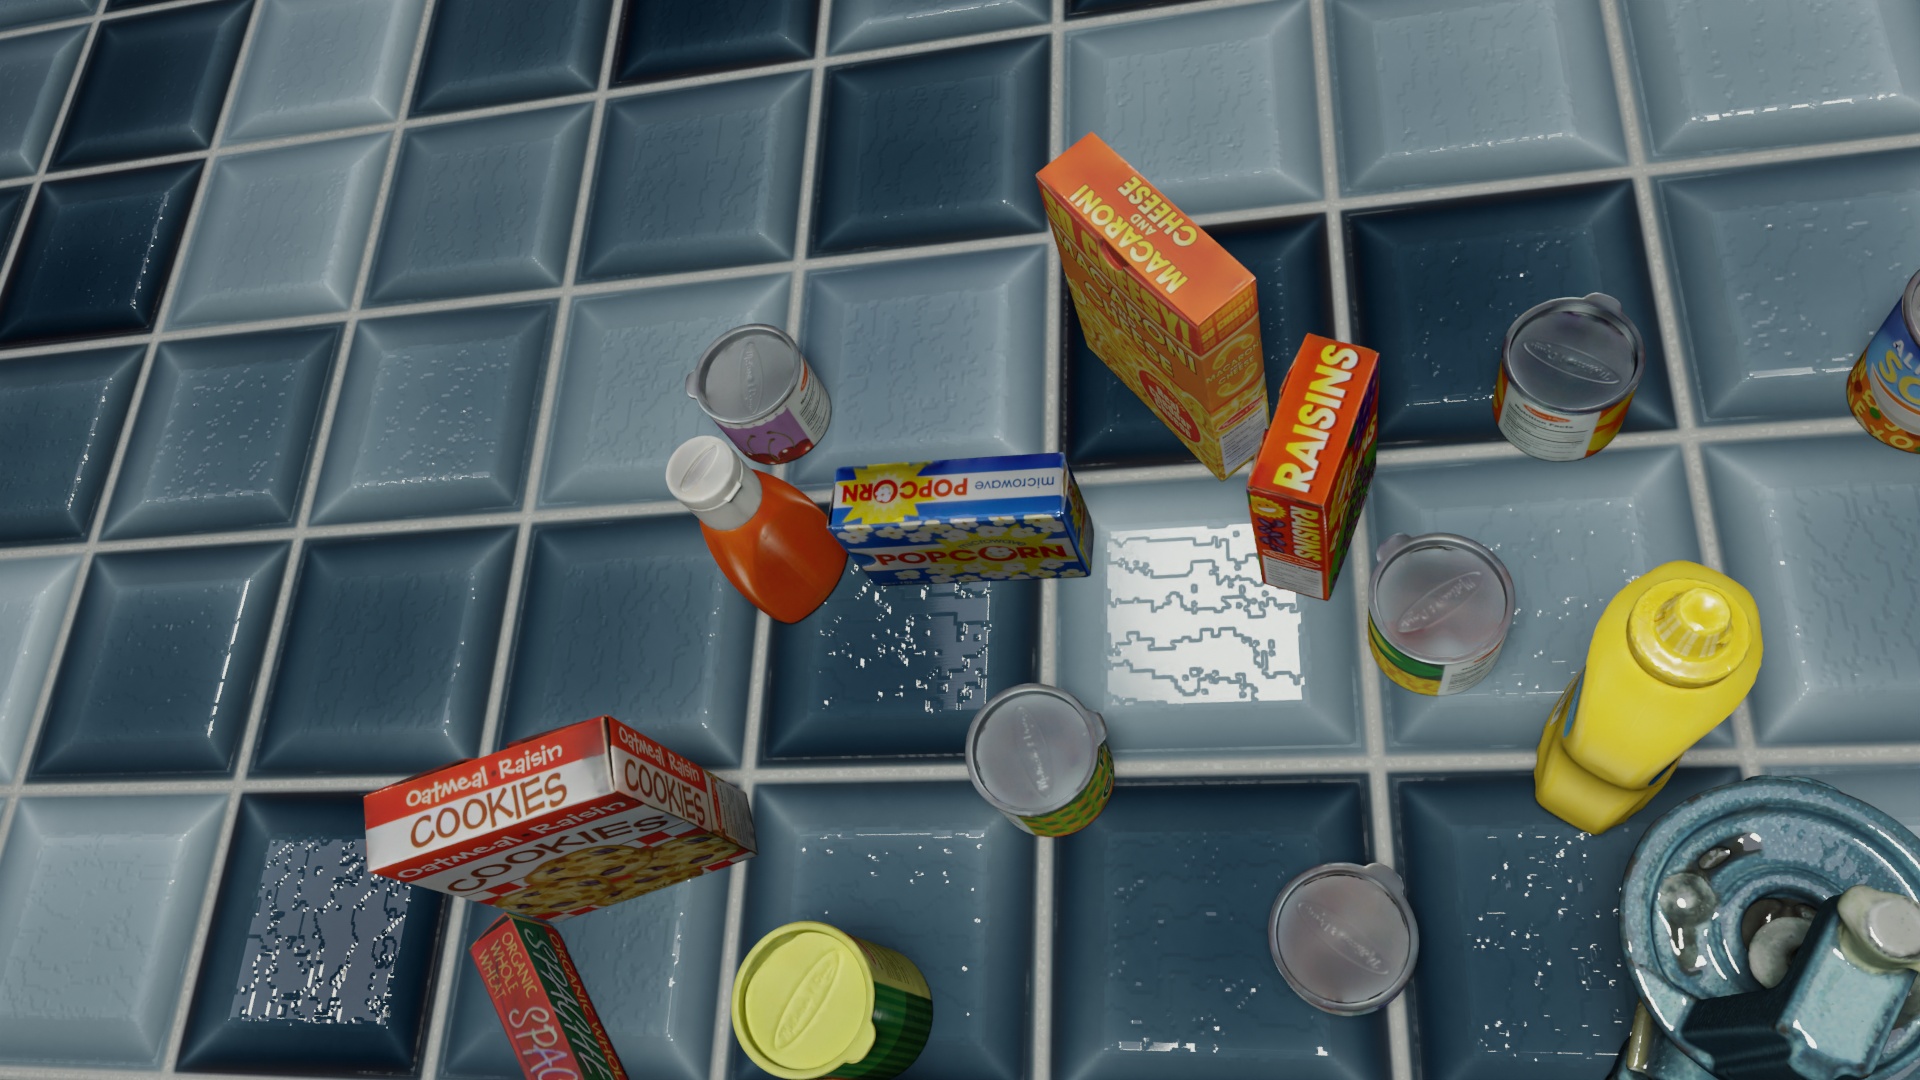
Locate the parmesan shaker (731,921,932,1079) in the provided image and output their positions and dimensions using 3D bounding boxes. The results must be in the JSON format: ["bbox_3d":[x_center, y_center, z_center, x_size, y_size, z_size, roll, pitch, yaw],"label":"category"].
[{"bbox_3d":[-0.055,0.221,0.652,0.071,0.102,0.071,-6,66,13],"label":"parmesan shaker"}]

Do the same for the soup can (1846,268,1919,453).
[{"bbox_3d":[0.467,-0.085,0.655,0.071,0.083,0.071,-6,66,13],"label":"soup can"}]

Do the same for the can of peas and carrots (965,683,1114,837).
[{"bbox_3d":[0.043,0.110,0.699,0.071,0.058,0.071,-6,66,13],"label":"can of peas and carrots"}]

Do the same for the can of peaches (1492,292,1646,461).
[{"bbox_3d":[0.311,-0.083,0.711,0.071,0.058,0.071,-6,66,13],"label":"can of peaches"}]

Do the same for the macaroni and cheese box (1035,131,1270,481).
[{"bbox_3d":[0.104,-0.115,0.721,0.040,0.166,0.124,-39,63,-3],"label":"macaroni and cheese box"}]

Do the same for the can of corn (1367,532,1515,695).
[{"bbox_3d":[0.232,0.035,0.680,0.071,0.058,0.071,-6,66,13],"label":"can of corn"}]

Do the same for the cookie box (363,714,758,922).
[{"bbox_3d":[-0.190,0.142,0.688,0.123,0.167,0.040,-19,64,7],"label":"cookie box"}]

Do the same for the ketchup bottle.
[{"bbox_3d":[-0.108,-0.007,0.741,0.043,0.148,0.065,30,78,24],"label":"ketchup bottle"}]

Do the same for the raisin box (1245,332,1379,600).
[{"bbox_3d":[0.176,-0.033,0.689,0.040,0.123,0.086,18,73,22],"label":"raisin box"}]

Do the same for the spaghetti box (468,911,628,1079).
[{"bbox_3d":[-0.172,0.296,0.681,0.029,0.050,0.251,-36,63,-2],"label":"spaghetti box"}]

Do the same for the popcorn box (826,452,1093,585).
[{"bbox_3d":[0.003,-0.009,0.747,0.127,0.085,0.038,-3,67,14],"label":"popcorn box"}]

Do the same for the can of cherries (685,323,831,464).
[{"bbox_3d":[-0.120,-0.086,0.829,0.071,0.058,0.072,-6,66,13],"label":"can of cherries"}]

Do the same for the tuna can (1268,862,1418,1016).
[{"bbox_3d":[0.179,0.183,0.645,0.071,0.032,0.071,-6,66,13],"label":"tuna can"}]
